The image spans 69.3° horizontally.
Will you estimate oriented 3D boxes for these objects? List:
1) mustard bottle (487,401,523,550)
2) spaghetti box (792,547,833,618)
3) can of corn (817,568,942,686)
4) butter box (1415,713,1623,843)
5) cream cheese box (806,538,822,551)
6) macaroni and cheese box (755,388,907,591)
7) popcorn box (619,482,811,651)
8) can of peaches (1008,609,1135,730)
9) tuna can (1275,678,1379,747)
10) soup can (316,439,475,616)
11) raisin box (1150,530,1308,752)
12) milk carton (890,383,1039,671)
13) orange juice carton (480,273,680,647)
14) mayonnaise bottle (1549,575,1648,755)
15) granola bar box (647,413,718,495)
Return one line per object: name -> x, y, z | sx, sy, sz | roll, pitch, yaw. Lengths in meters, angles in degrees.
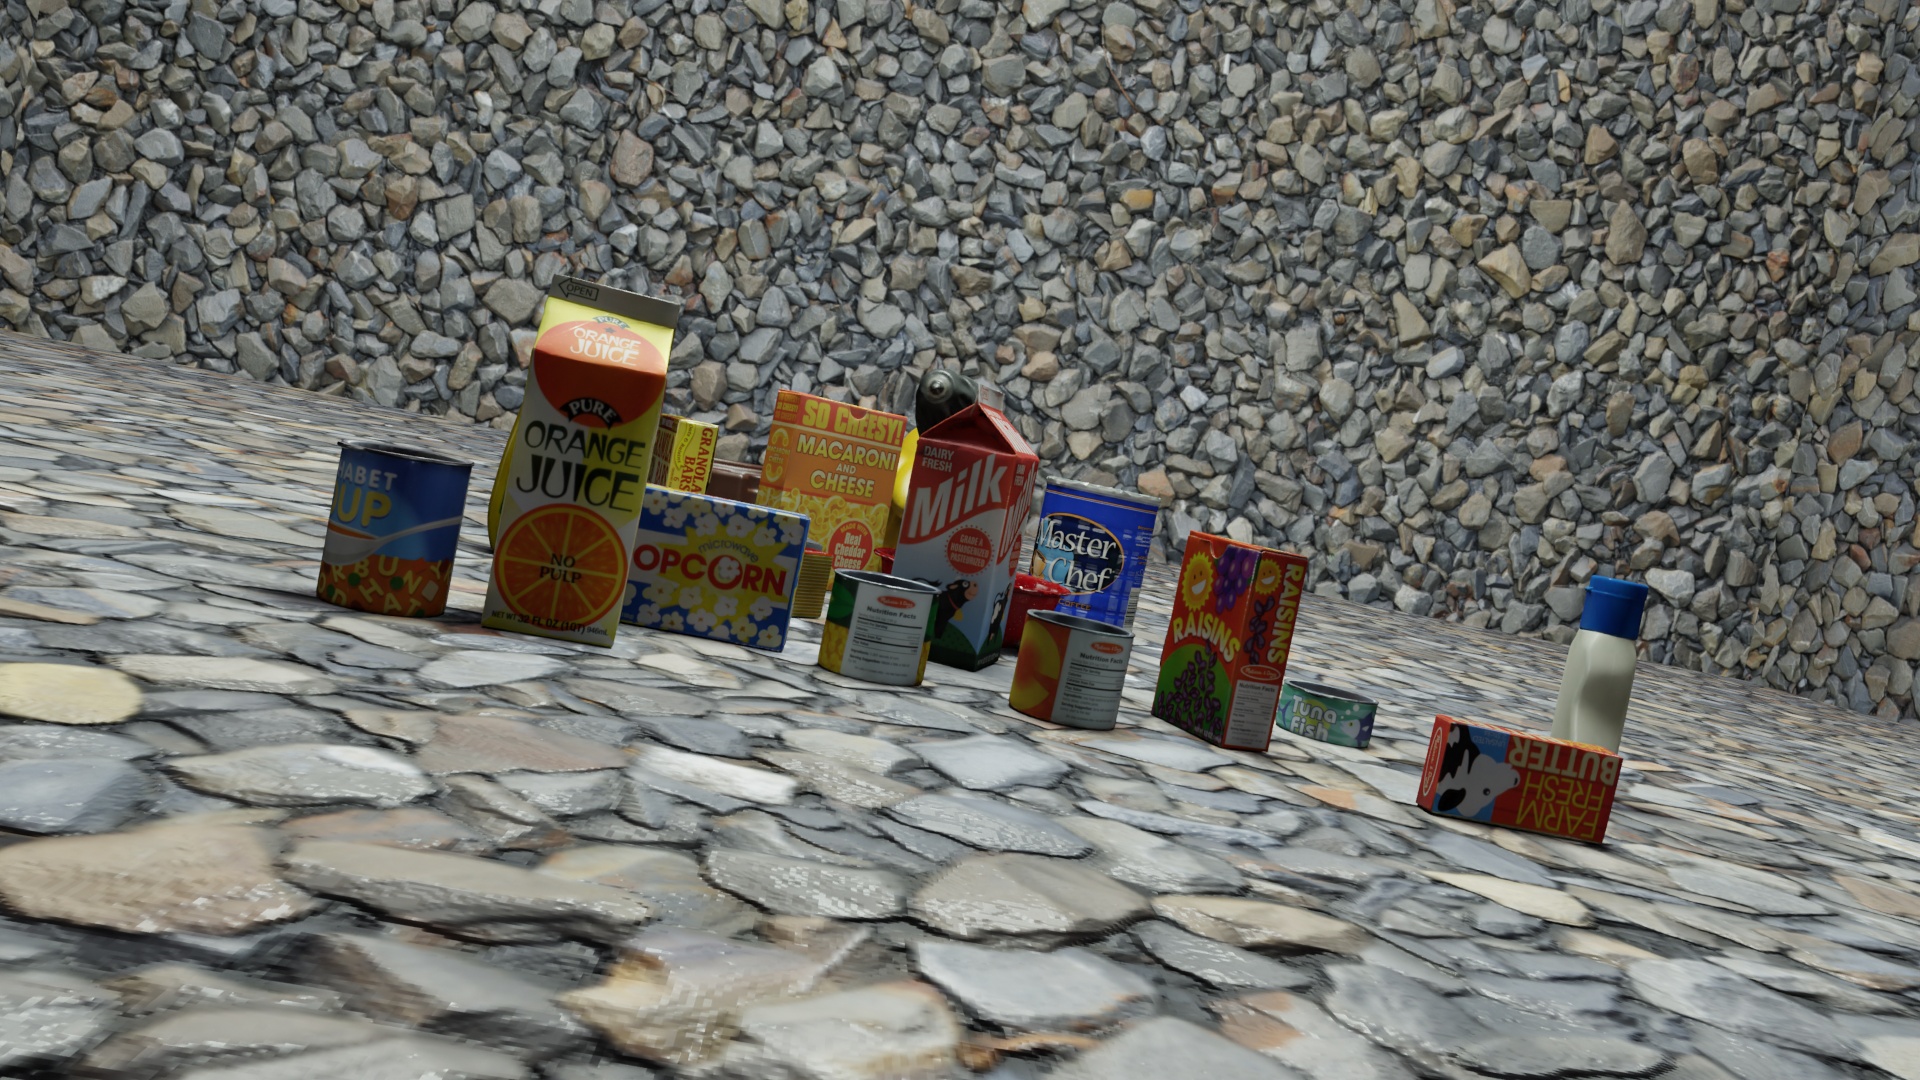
mustard bottle -> -0.311, -0.066, 1.040 | 0.065, 0.160, 0.049 | 11, 3, -19
spaghetti box -> -0.185, 0.022, 0.945 | 0.029, 0.050, 0.250 | 14, 4, 38
can of corn -> -0.049, 0.052, 0.841 | 0.071, 0.058, 0.071 | 12, 3, 0
butter box -> 0.309, 0.133, 0.770 | 0.103, 0.053, 0.024 | 11, 3, -6
cream cheese box -> -0.137, 0.021, 1.102 | 0.024, 0.053, 0.104 | 11, 3, -21
macaroni and cheese box -> -0.118, -0.040, 1.229 | 0.124, 0.166, 0.040 | 9, 4, -43
popcorn box -> -0.162, 0.014, 0.855 | 0.127, 0.085, 0.038 | 11, 3, -7
can of peaches -> 0.065, 0.076, 0.829 | 0.071, 0.058, 0.071 | 12, 3, 0
tuna can -> 0.254, 0.120, 0.968 | 0.071, 0.033, 0.071 | 12, 3, 0
soup can -> -0.302, -0.007, 0.736 | 0.071, 0.083, 0.071 | 12, 3, 0
raisin box -> 0.167, 0.061, 0.872 | 0.040, 0.123, 0.086 | 11, 3, -22
milk carton -> 0.003, -0.012, 0.965 | 0.073, 0.190, 0.072 | 12, 3, 15
orange juice carton -> -0.208, -0.045, 0.769 | 0.072, 0.192, 0.073 | 11, 3, -13
mayonnaise bottle -> 0.429, 0.099, 0.937 | 0.041, 0.148, 0.065 | 12, 3, 10
granola bar box -> -0.266, -0.053, 1.297 | 0.039, 0.124, 0.165 | 11, 3, -19
